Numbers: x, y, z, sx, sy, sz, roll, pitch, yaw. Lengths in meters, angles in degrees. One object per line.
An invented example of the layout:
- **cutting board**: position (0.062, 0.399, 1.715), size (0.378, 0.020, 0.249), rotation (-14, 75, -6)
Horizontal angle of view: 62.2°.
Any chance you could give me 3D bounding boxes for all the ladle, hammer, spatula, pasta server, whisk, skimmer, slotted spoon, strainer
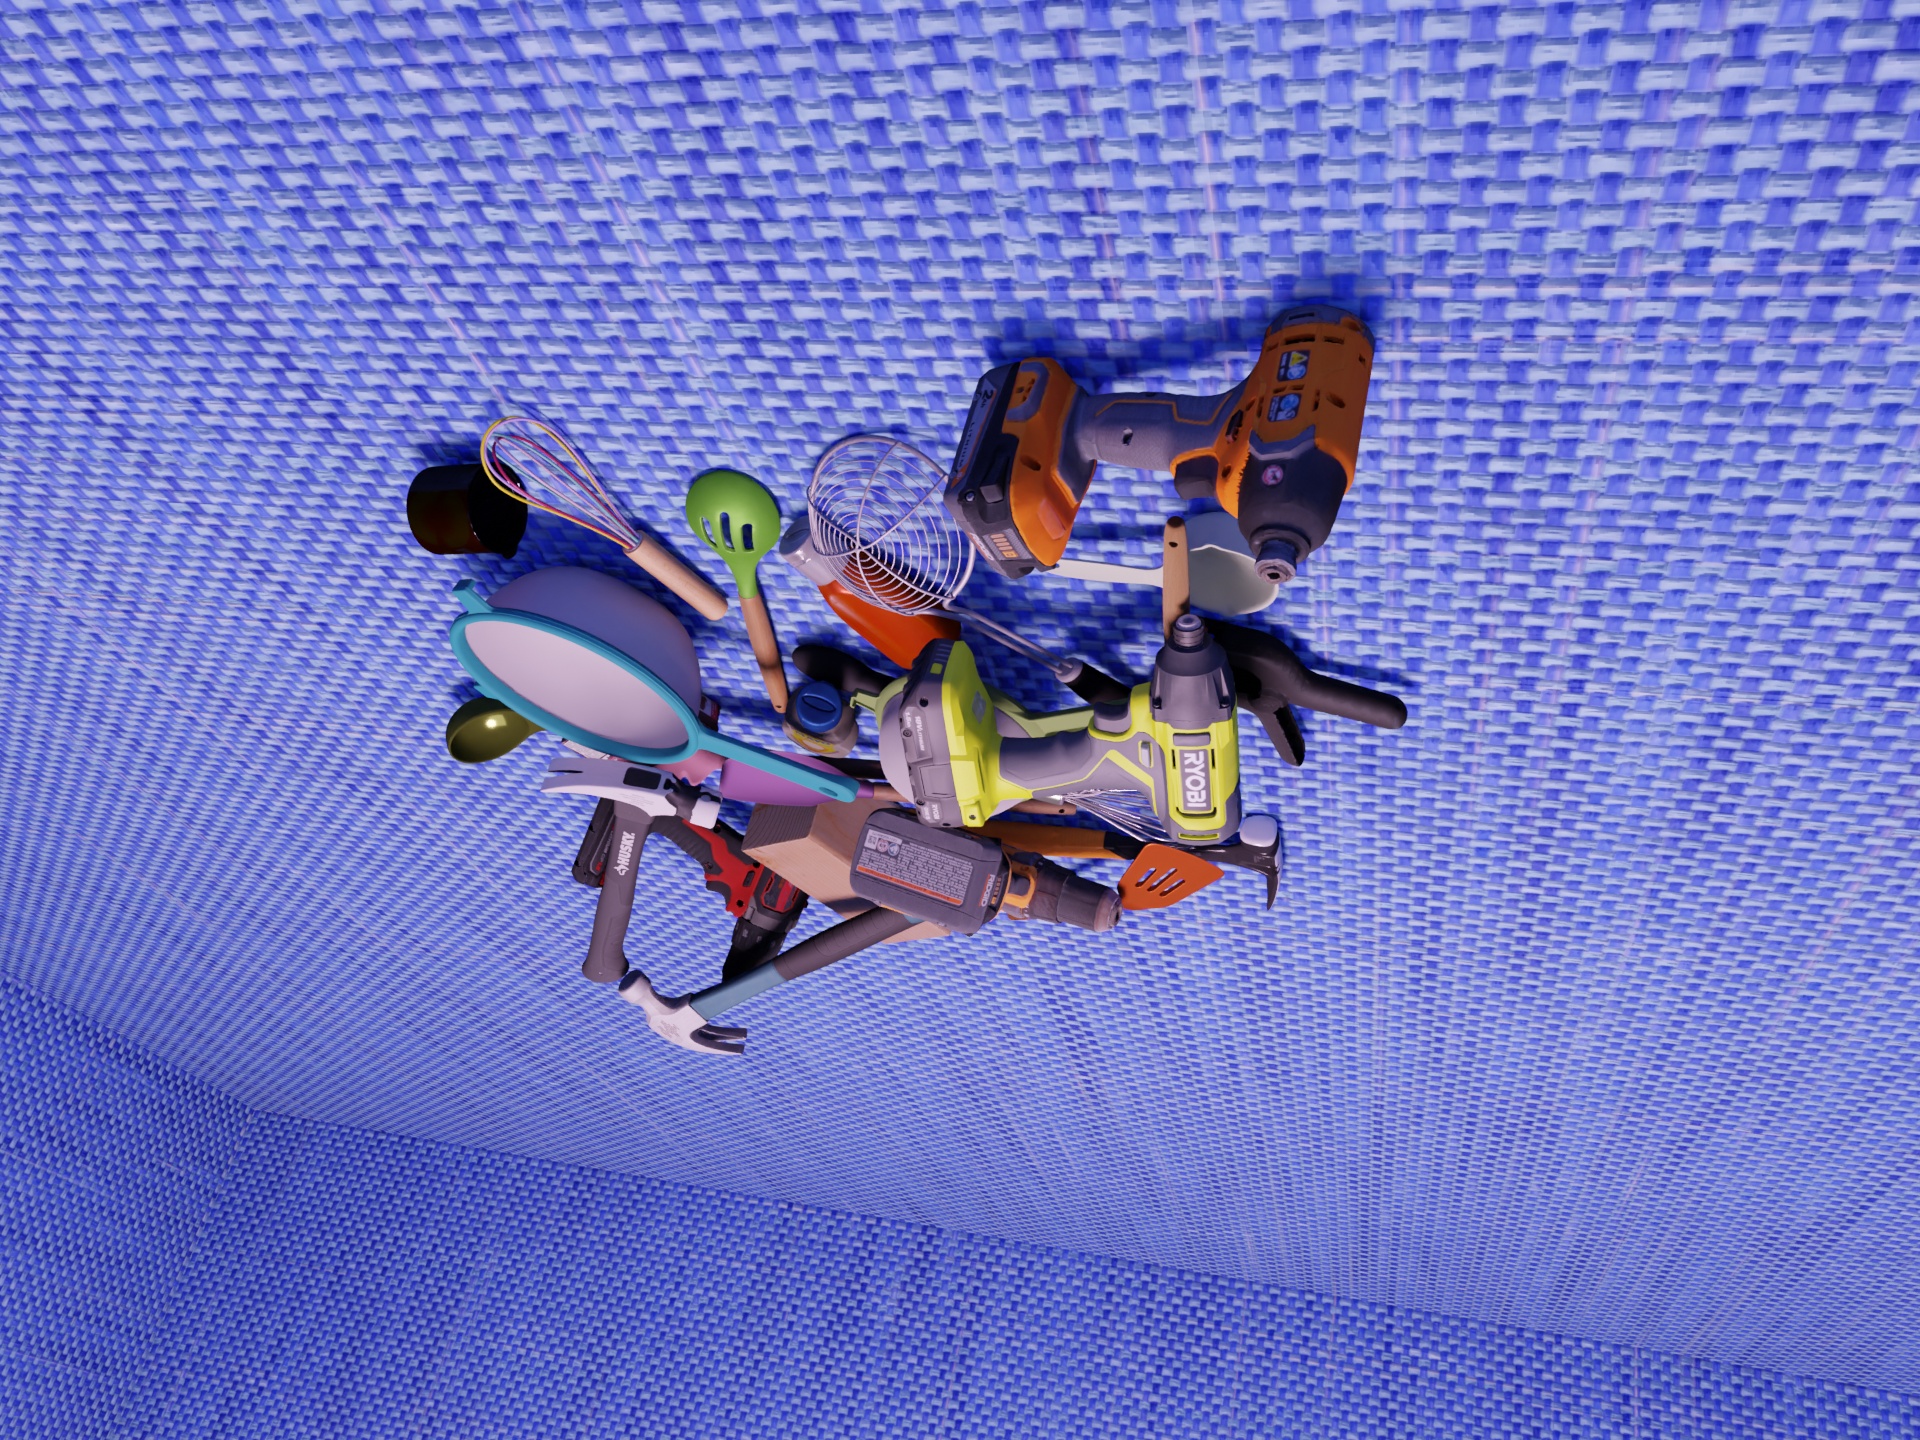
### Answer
- **ladle**: position (-0.318, 0.027, 1.473), size (0.320, 0.062, 0.078), rotation (8, 150, 5)
- **hammer**: position (-0.314, 0.146, 1.439), size (0.146, 0.035, 0.334), rotation (16, 139, -7)
- **spatula**: position (0.123, 0.161, 1.484), size (0.081, 0.041, 0.322), rotation (22, 161, -20)
- **hammer**: position (0.125, 0.116, 1.457), size (0.337, 0.034, 0.127), rotation (4, 148, 17)
- **pasta server**: position (-0.147, 0.043, 1.387), size (0.316, 0.040, 0.060), rotation (4, 127, -7)
- **whisk**: position (-0.258, -0.140, 1.167), size (0.051, 0.047, 0.244), rotation (-9, 147, 33)
- **ladle**: position (0.148, -0.048, 1.102), size (0.069, 0.031, 0.315), rotation (8, 154, 12)
- **whisk**: position (0.097, 0.063, 1.370), size (0.246, 0.059, 0.057), rotation (14, 115, 8)
- **skimmer**: position (0.040, -0.084, 1.149), size (0.127, 0.090, 0.363), rotation (-20, 147, 39)
- **slotted spoon**: position (-0.159, -0.086, 1.236), size (0.070, 0.031, 0.313), rotation (8, 152, 6)
- **strainer**: position (-0.229, -0.034, 1.265), size (0.340, 0.095, 0.211), rotation (21, 155, -2)
- **strainer**: position (0.032, 0.028, 1.198), size (0.256, 0.069, 0.151), rotation (-11, 131, 42)
- **whisk**: position (-0.002, -0.003, 1.281), size (0.284, 0.070, 0.070), rotation (20, 151, -2)
- **spatula**: position (-0.051, 0.061, 1.389), size (0.316, 0.018, 0.059), rotation (6, 126, -11)
- **hammer**: position (-0.159, 0.229, 1.505), size (0.331, 0.033, 0.128), rotation (-27, 121, 21)

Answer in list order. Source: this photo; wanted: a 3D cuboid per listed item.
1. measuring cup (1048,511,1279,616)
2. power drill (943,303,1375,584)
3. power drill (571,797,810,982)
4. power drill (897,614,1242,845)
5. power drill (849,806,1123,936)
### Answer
- **measuring cup**: position (0.132, -0.110, 1.059), size (0.168, 0.038, 0.083), rotation (7, 153, 23)
- **power drill**: position (0.109, -0.140, 0.885), size (0.226, 0.164, 0.084), rotation (-3, 148, 31)
- **power drill**: position (-0.261, 0.157, 1.554), size (0.226, 0.188, 0.080), rotation (22, -175, -10)
- **power drill**: position (0.078, 0.004, 1.092), size (0.223, 0.080, 0.171), rotation (-1, 126, 13)
- **power drill**: position (0.027, 0.135, 1.339), size (0.185, 0.084, 0.226), rotation (16, 179, 22)
